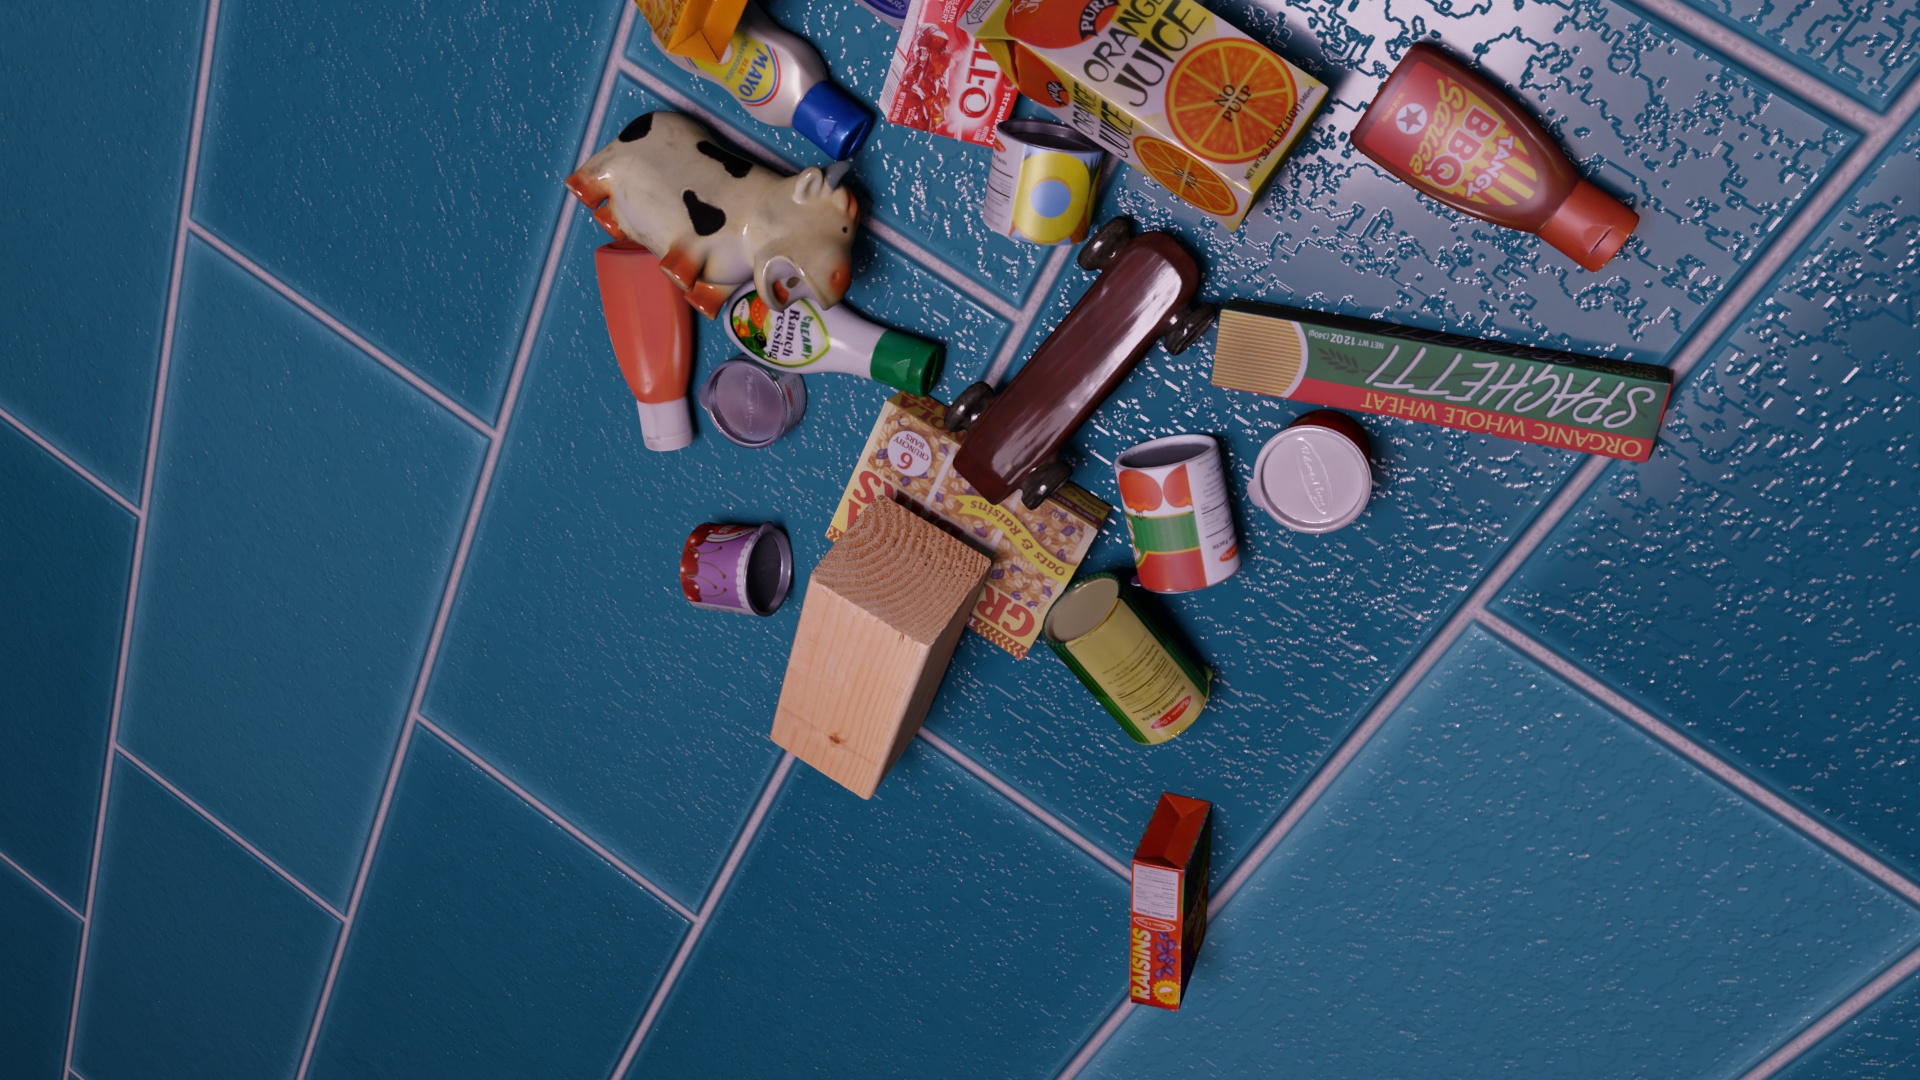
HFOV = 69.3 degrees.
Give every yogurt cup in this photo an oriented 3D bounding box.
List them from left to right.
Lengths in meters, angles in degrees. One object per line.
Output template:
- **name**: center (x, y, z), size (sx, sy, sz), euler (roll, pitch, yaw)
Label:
- **yogurt cup**: center (0.215, -0.045, 0.833), size (0.072, 0.054, 0.072), euler (10, 117, 20)

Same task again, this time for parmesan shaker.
- **parmesan shaker**: center (0.110, 0.075, 0.913), size (0.071, 0.072, 0.103), euler (-25, 120, 32)

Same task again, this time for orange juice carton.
- **orange juice carton**: center (0.096, -0.259, 0.761), size (0.193, 0.073, 0.072), euler (35, 88, 6)

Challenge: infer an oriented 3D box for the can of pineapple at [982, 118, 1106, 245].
- **can of pineapple**: center (0.051, -0.213, 0.824), size (0.071, 0.071, 0.057), euler (19, 120, 16)

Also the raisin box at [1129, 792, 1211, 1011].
- **raisin box**: center (0.148, 0.255, 0.984), size (0.040, 0.086, 0.122), euler (7, 116, 20)

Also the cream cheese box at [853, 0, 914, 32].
- **cream cheese box**: center (-0.040, -0.331, 0.800), size (0.104, 0.024, 0.053), euler (21, 131, -37)

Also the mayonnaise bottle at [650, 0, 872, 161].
- **mayonnaise bottle**: center (-0.123, -0.298, 0.878), size (0.148, 0.041, 0.064), euler (39, 122, 4)

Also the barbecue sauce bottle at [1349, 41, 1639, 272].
- **barbecue sauce bottle**: center (0.285, -0.198, 0.736), size (0.148, 0.044, 0.064), euler (36, 122, 5)

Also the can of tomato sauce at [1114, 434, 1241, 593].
- **can of tomato sauce**: center (0.135, -0.017, 0.875), size (0.071, 0.071, 0.082), euler (-5, 110, 27)

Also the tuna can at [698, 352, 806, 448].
- **tuna can**: center (-0.147, -0.102, 0.985), size (0.071, 0.033, 0.070), euler (10, 117, 20)

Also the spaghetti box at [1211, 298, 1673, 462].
- **spaghetti box**: center (0.271, -0.094, 0.799), size (0.250, 0.029, 0.050), euler (13, 119, 19)

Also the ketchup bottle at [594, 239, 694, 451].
- **ketchup bottle**: center (-0.220, -0.139, 0.995), size (0.065, 0.044, 0.148), euler (6, 116, 22)

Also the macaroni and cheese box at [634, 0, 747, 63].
- **macaroni and cheese box**: center (-0.165, -0.382, 0.813), size (0.123, 0.040, 0.167), euler (-54, 55, 35)

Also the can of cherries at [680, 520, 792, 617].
- **can of cherries**: center (-0.166, 0.018, 1.031), size (0.058, 0.072, 0.071), euler (6, 115, 24)

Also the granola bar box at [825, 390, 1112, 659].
- **granola bar box**: center (0.003, -0.012, 0.954), size (0.166, 0.039, 0.123), euler (32, 123, 8)

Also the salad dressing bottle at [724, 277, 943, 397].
- **salad dressing bottle**: center (-0.085, -0.136, 0.934), size (0.148, 0.044, 0.064), euler (20, 112, 15)
